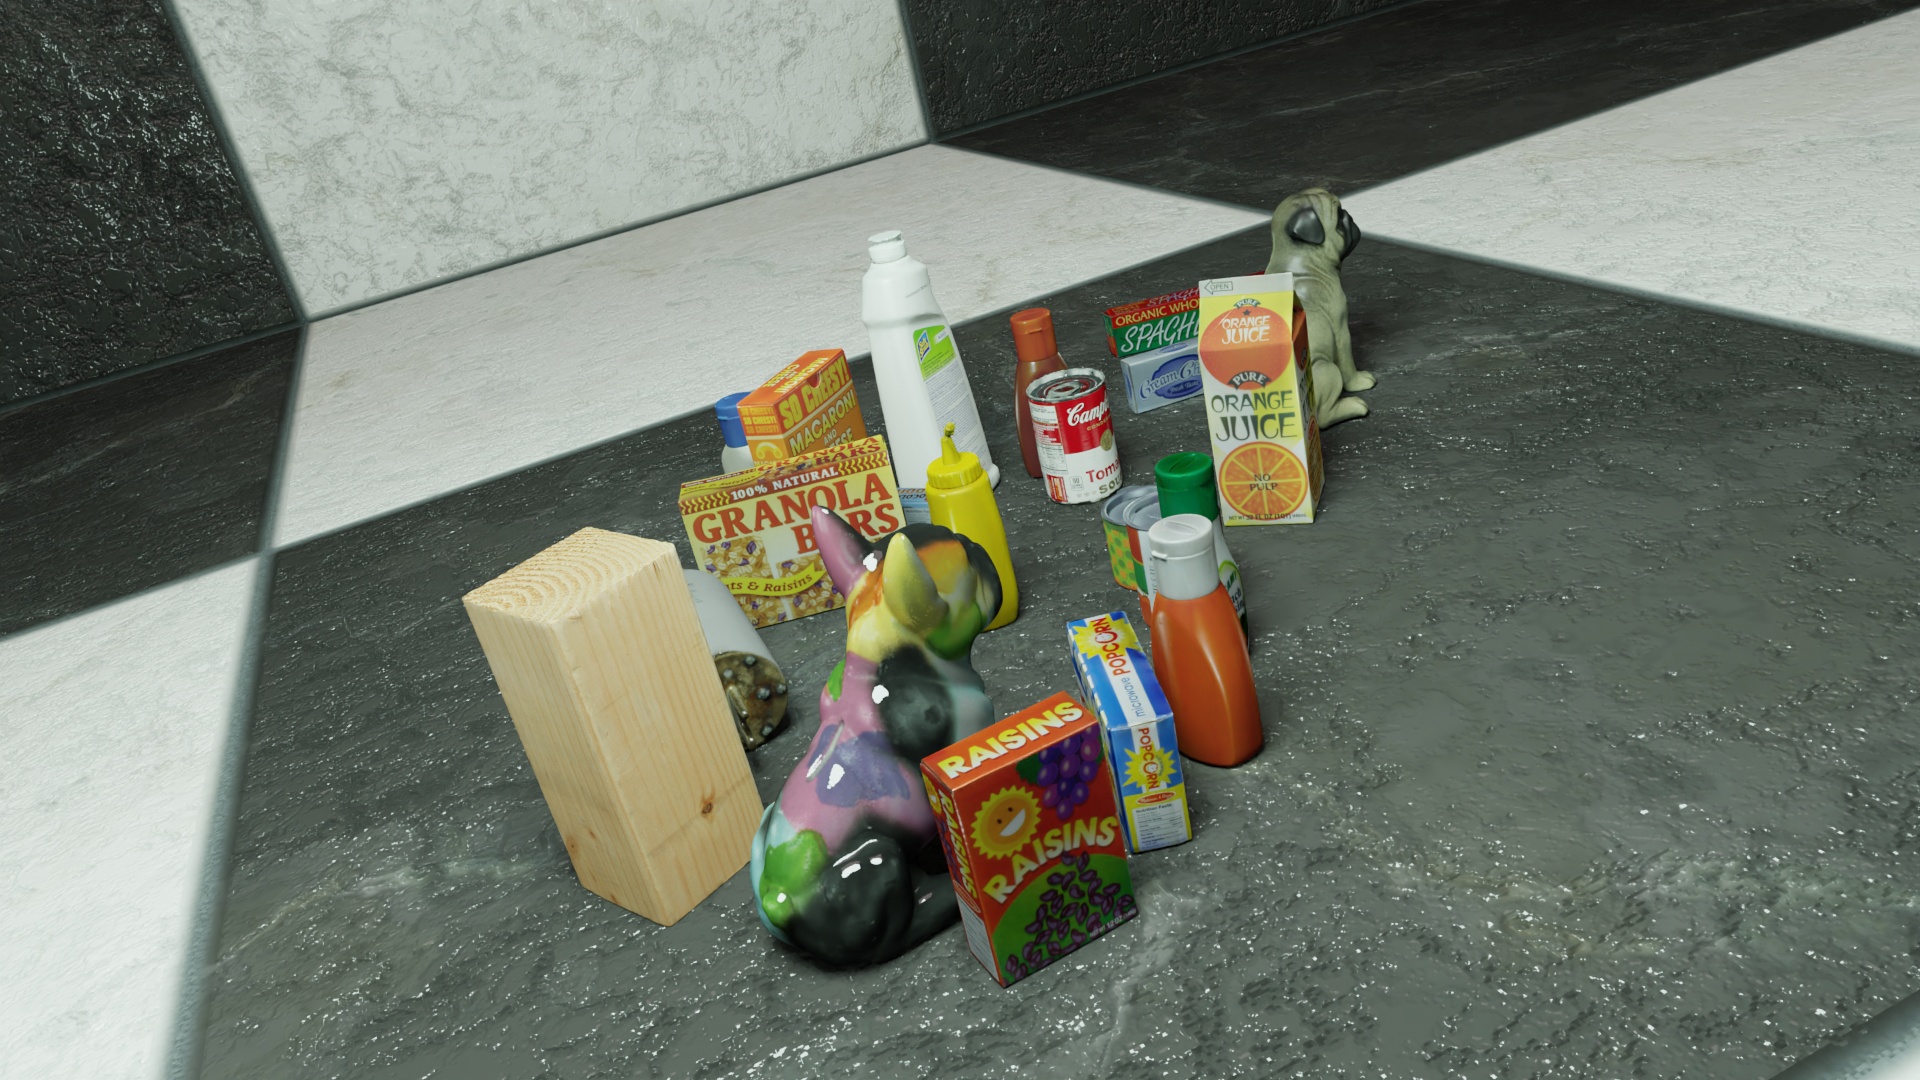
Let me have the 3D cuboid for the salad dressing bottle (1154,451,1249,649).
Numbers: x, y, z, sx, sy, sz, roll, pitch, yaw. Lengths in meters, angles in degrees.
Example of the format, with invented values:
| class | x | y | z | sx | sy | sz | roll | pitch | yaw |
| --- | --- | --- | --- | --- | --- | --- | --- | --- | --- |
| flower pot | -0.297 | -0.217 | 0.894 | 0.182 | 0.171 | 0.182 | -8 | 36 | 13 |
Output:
| class | x | y | z | sx | sy | sz | roll | pitch | yaw |
| --- | --- | --- | --- | --- | --- | --- | --- | --- | --- |
| salad dressing bottle | 0.153 | 0.017 | 0.895 | 0.044 | 0.147 | 0.064 | 11 | 34 | 42 |

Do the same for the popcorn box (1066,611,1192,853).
| class | x | y | z | sx | sy | sz | roll | pitch | yaw |
| --- | --- | --- | --- | --- | --- | --- | --- | --- | --- |
| popcorn box | 0.096 | 0.108 | 0.805 | 0.038 | 0.085 | 0.127 | -14 | 25 | -1 |

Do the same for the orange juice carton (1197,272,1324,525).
| class | x | y | z | sx | sy | sz | roll | pitch | yaw |
| --- | --- | --- | --- | --- | --- | --- | --- | --- | --- |
| orange juice carton | 0.232 | -0.112 | 1.074 | 0.072 | 0.191 | 0.073 | -2 | 27 | 23 |

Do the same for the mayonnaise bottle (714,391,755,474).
| class | x | y | z | sx | sy | sz | roll | pitch | yaw |
| --- | --- | --- | --- | --- | --- | --- | --- | --- | --- |
| mayonnaise bottle | -0.175 | -0.055 | 1.207 | 0.065 | 0.147 | 0.041 | 9 | 33 | 40 |

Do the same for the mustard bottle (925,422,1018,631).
| class | x | y | z | sx | sy | sz | roll | pitch | yaw |
| --- | --- | --- | --- | --- | --- | --- | --- | --- | --- |
| mustard bottle | 0.004 | -0.013 | 1.016 | 0.049 | 0.159 | 0.065 | -19 | 25 | -12 |

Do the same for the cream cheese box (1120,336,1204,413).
| class | x | y | z | sx | sy | sz | roll | pitch | yaw |
| --- | --- | --- | --- | --- | --- | --- | --- | --- | --- |
| cream cheese box | 0.211 | -0.164 | 1.358 | 0.104 | 0.053 | 0.024 | -17 | 25 | -9 |

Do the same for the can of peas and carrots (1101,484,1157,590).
| class | x | y | z | sx | sy | sz | roll | pitch | yaw |
| --- | --- | --- | --- | --- | --- | --- | --- | --- | --- |
| can of peas and carrots | 0.142 | -0.003 | 1.047 | 0.071 | 0.058 | 0.071 | -11 | 25 | 5 |

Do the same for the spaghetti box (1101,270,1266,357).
| class | x | y | z | sx | sy | sz | roll | pitch | yaw |
| --- | --- | --- | --- | --- | --- | --- | --- | --- | --- |
| spaghetti box | 0.281 | -0.254 | 1.517 | 0.250 | 0.050 | 0.029 | -14 | 25 | -2 |

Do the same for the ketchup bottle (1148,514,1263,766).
| class | x | y | z | sx | sy | sz | roll | pitch | yaw |
| --- | --- | --- | --- | --- | --- | --- | --- | --- | --- |
| ketchup bottle | 0.139 | 0.058 | 0.813 | 0.044 | 0.148 | 0.065 | -28 | 28 | -29 |

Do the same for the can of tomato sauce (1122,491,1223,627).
| class | x | y | z | sx | sy | sz | roll | pitch | yaw |
| --- | --- | --- | --- | --- | --- | --- | --- | --- | --- |
| can of tomato sauce | 0.154 | 0.013 | 0.978 | 0.071 | 0.082 | 0.071 | -11 | 25 | 5 |

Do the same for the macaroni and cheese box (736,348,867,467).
| class | x | y | z | sx | sy | sz | roll | pitch | yaw |
| --- | --- | --- | --- | --- | --- | --- | --- | --- | --- |
| macaroni and cheese box | -0.120 | -0.063 | 1.176 | 0.040 | 0.165 | 0.124 | 0 | 28 | 26 |

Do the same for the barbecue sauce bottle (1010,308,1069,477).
| class | x | y | z | sx | sy | sz | roll | pitch | yaw |
| --- | --- | --- | --- | --- | --- | --- | --- | --- | --- |
| barbecue sauce bottle | 0.076 | -0.132 | 1.245 | 0.065 | 0.148 | 0.044 | -14 | 24 | 0 |

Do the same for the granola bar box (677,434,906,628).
| class | x | y | z | sx | sy | sz | roll | pitch | yaw |
| --- | --- | --- | --- | --- | --- | --- | --- | --- | --- |
| granola bar box | -0.126 | -0.004 | 1.103 | 0.166 | 0.123 | 0.039 | -14 | 24 | -2 |

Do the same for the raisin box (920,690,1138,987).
| class | x | y | z | sx | sy | sz | roll | pitch | yaw |
| --- | --- | --- | --- | --- | --- | --- | --- | --- | --- |
| raisin box | 0.037 | 0.150 | 0.700 | 0.086 | 0.123 | 0.040 | -22 | 26 | -19 |

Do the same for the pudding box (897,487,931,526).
| class | x | y | z | sx | sy | sz | roll | pitch | yaw |
| --- | --- | --- | --- | --- | --- | --- | --- | --- | --- |
| pudding box | -0.037 | -0.018 | 1.177 | 0.083 | 0.049 | 0.030 | 1 | 28 | 28 |
